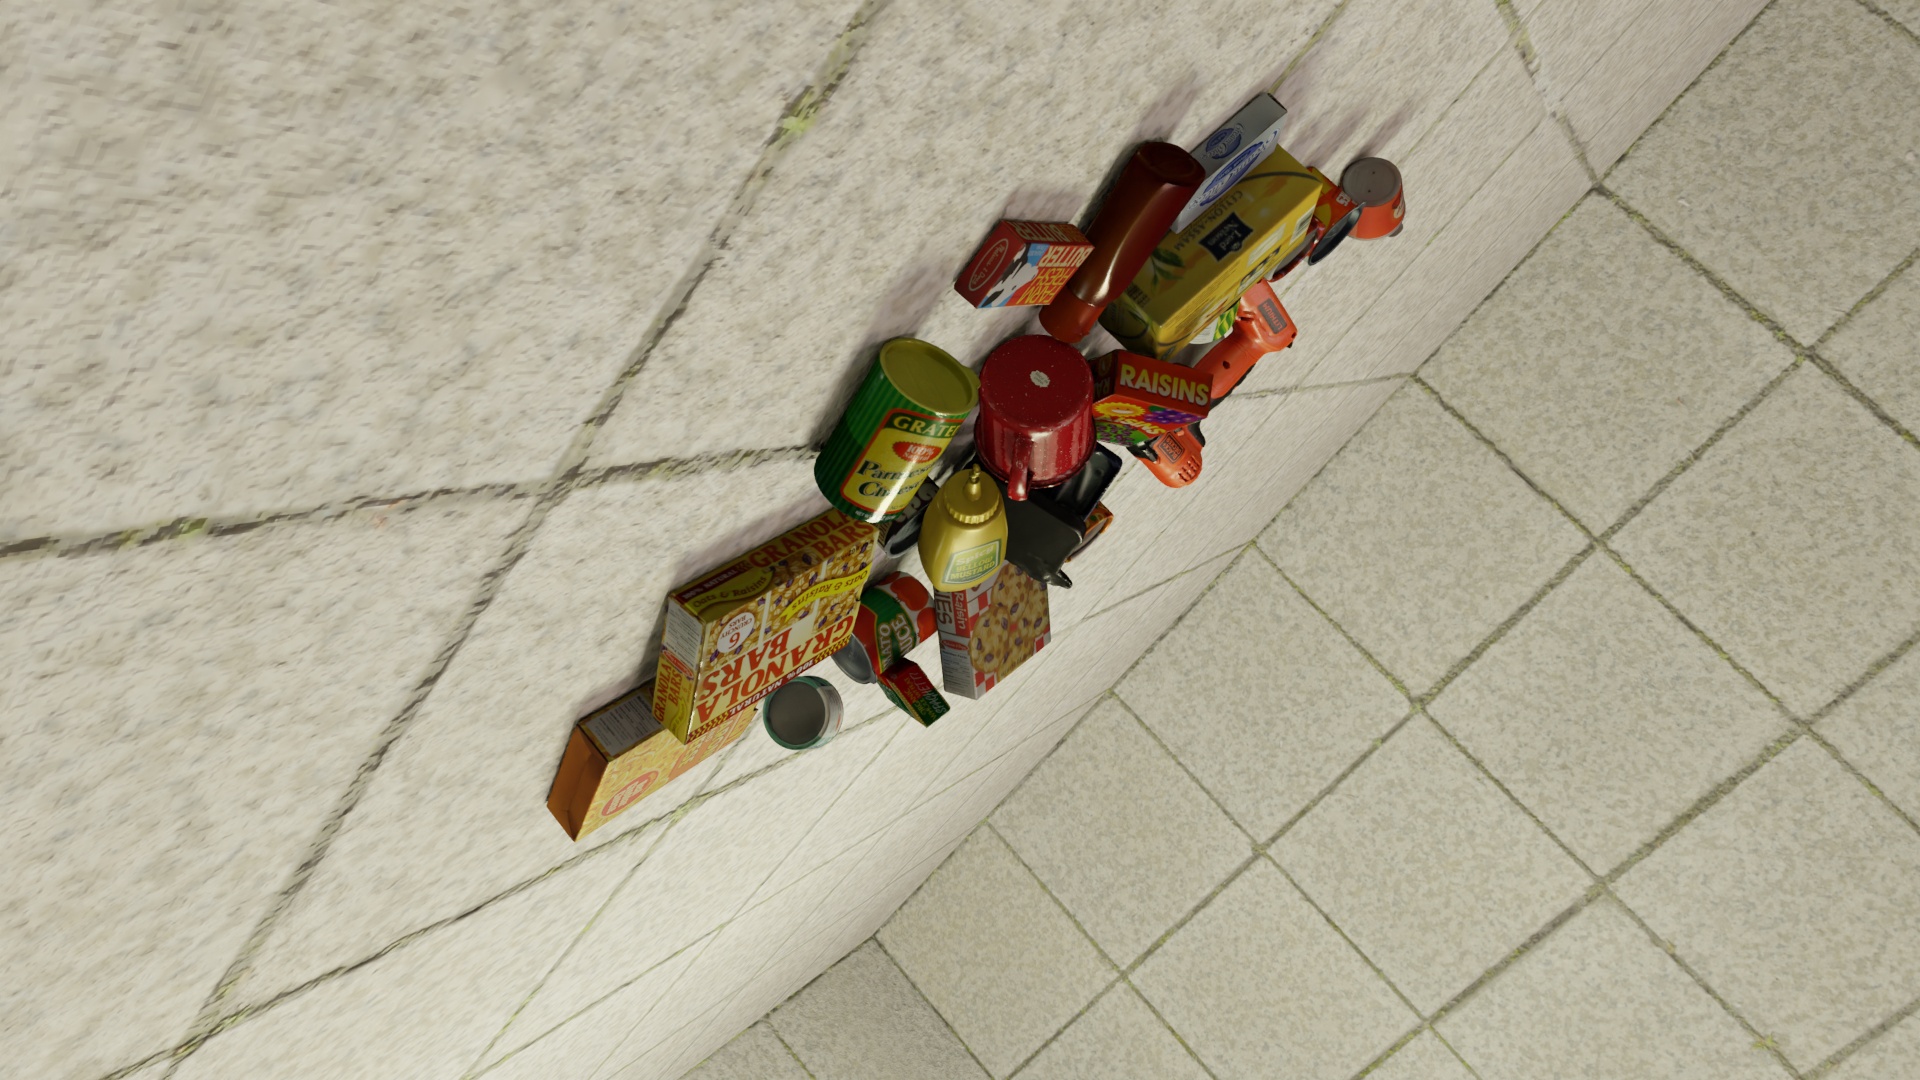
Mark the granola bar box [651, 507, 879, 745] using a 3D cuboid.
[{"bbox_3d":[-0.136,0.057,0.980,0.166,0.039,0.123,-31,150,-42],"label":"granola bar box"}]

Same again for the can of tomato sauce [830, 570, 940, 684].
[{"bbox_3d":[-0.067,0.075,1.202,0.083,0.071,0.070,-35,164,-31],"label":"can of tomato sauce"}]

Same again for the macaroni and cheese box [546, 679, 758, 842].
[{"bbox_3d":[-0.220,0.143,1.040,0.167,0.040,0.123,-30,161,-42],"label":"macaroni and cheese box"}]

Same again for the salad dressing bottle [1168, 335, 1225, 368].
[{"bbox_3d":[0.180,-0.151,1.281,0.148,0.044,0.064,-37,153,-19],"label":"salad dressing bottle"}]

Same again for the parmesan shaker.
[{"bbox_3d":[-0.040,-0.067,0.870,0.071,0.071,0.102,-26,158,-49],"label":"parmesan shaker"}]

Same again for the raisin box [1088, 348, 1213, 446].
[{"bbox_3d":[0.129,-0.110,1.093,0.123,0.086,0.040,163,-64,-66],"label":"raisin box"}]

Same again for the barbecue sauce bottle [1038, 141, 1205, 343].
[{"bbox_3d":[0.104,-0.198,0.941,0.065,0.044,0.147,-27,159,-48],"label":"barbecue sauce bottle"}]

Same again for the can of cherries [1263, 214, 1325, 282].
[{"bbox_3d":[0.265,-0.261,1.169,0.071,0.058,0.071,-40,165,-13],"label":"can of cherries"}]

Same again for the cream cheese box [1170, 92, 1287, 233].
[{"bbox_3d":[0.187,-0.271,0.997,0.104,0.024,0.053,-41,167,-9],"label":"cream cheese box"}]

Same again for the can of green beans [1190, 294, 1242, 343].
[{"bbox_3d":[0.197,-0.202,1.137,0.071,0.071,0.057,-42,166,-7],"label":"can of green beans"}]

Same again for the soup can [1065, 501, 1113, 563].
[{"bbox_3d":[0.093,-0.031,1.307,0.071,0.084,0.071,-40,165,-13],"label":"soup can"}]

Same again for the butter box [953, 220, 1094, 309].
[{"bbox_3d":[0.041,-0.174,0.877,0.053,0.024,0.104,-51,164,28],"label":"butter box"}]

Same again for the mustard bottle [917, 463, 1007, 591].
[{"bbox_3d":[0.004,-0.013,1.029,0.065,0.049,0.159,-18,158,-12],"label":"mustard bottle"}]

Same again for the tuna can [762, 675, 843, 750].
[{"bbox_3d":[-0.143,0.153,1.234,0.071,0.071,0.033,-46,164,8],"label":"tuna can"}]

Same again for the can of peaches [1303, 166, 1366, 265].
[{"bbox_3d":[0.311,-0.287,1.220,0.071,0.058,0.071,-40,165,-13],"label":"can of peaches"}]

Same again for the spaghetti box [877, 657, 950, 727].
[{"bbox_3d":[-0.054,0.130,1.272,0.029,0.050,0.250,-37,-174,-9],"label":"spaghetti box"}]

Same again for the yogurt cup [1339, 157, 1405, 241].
[{"bbox_3d":[0.387,-0.325,1.313,0.072,0.072,0.054,-43,158,-3],"label":"yogurt cup"}]

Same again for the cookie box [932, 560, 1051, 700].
[{"bbox_3d":[0.027,0.037,1.223,0.123,0.040,0.166,-32,124,-47],"label":"cookie box"}]

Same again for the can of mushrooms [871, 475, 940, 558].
[{"bbox_3d":[-0.043,-0.020,1.068,0.071,0.033,0.071,-40,166,-12],"label":"can of mushrooms"}]
